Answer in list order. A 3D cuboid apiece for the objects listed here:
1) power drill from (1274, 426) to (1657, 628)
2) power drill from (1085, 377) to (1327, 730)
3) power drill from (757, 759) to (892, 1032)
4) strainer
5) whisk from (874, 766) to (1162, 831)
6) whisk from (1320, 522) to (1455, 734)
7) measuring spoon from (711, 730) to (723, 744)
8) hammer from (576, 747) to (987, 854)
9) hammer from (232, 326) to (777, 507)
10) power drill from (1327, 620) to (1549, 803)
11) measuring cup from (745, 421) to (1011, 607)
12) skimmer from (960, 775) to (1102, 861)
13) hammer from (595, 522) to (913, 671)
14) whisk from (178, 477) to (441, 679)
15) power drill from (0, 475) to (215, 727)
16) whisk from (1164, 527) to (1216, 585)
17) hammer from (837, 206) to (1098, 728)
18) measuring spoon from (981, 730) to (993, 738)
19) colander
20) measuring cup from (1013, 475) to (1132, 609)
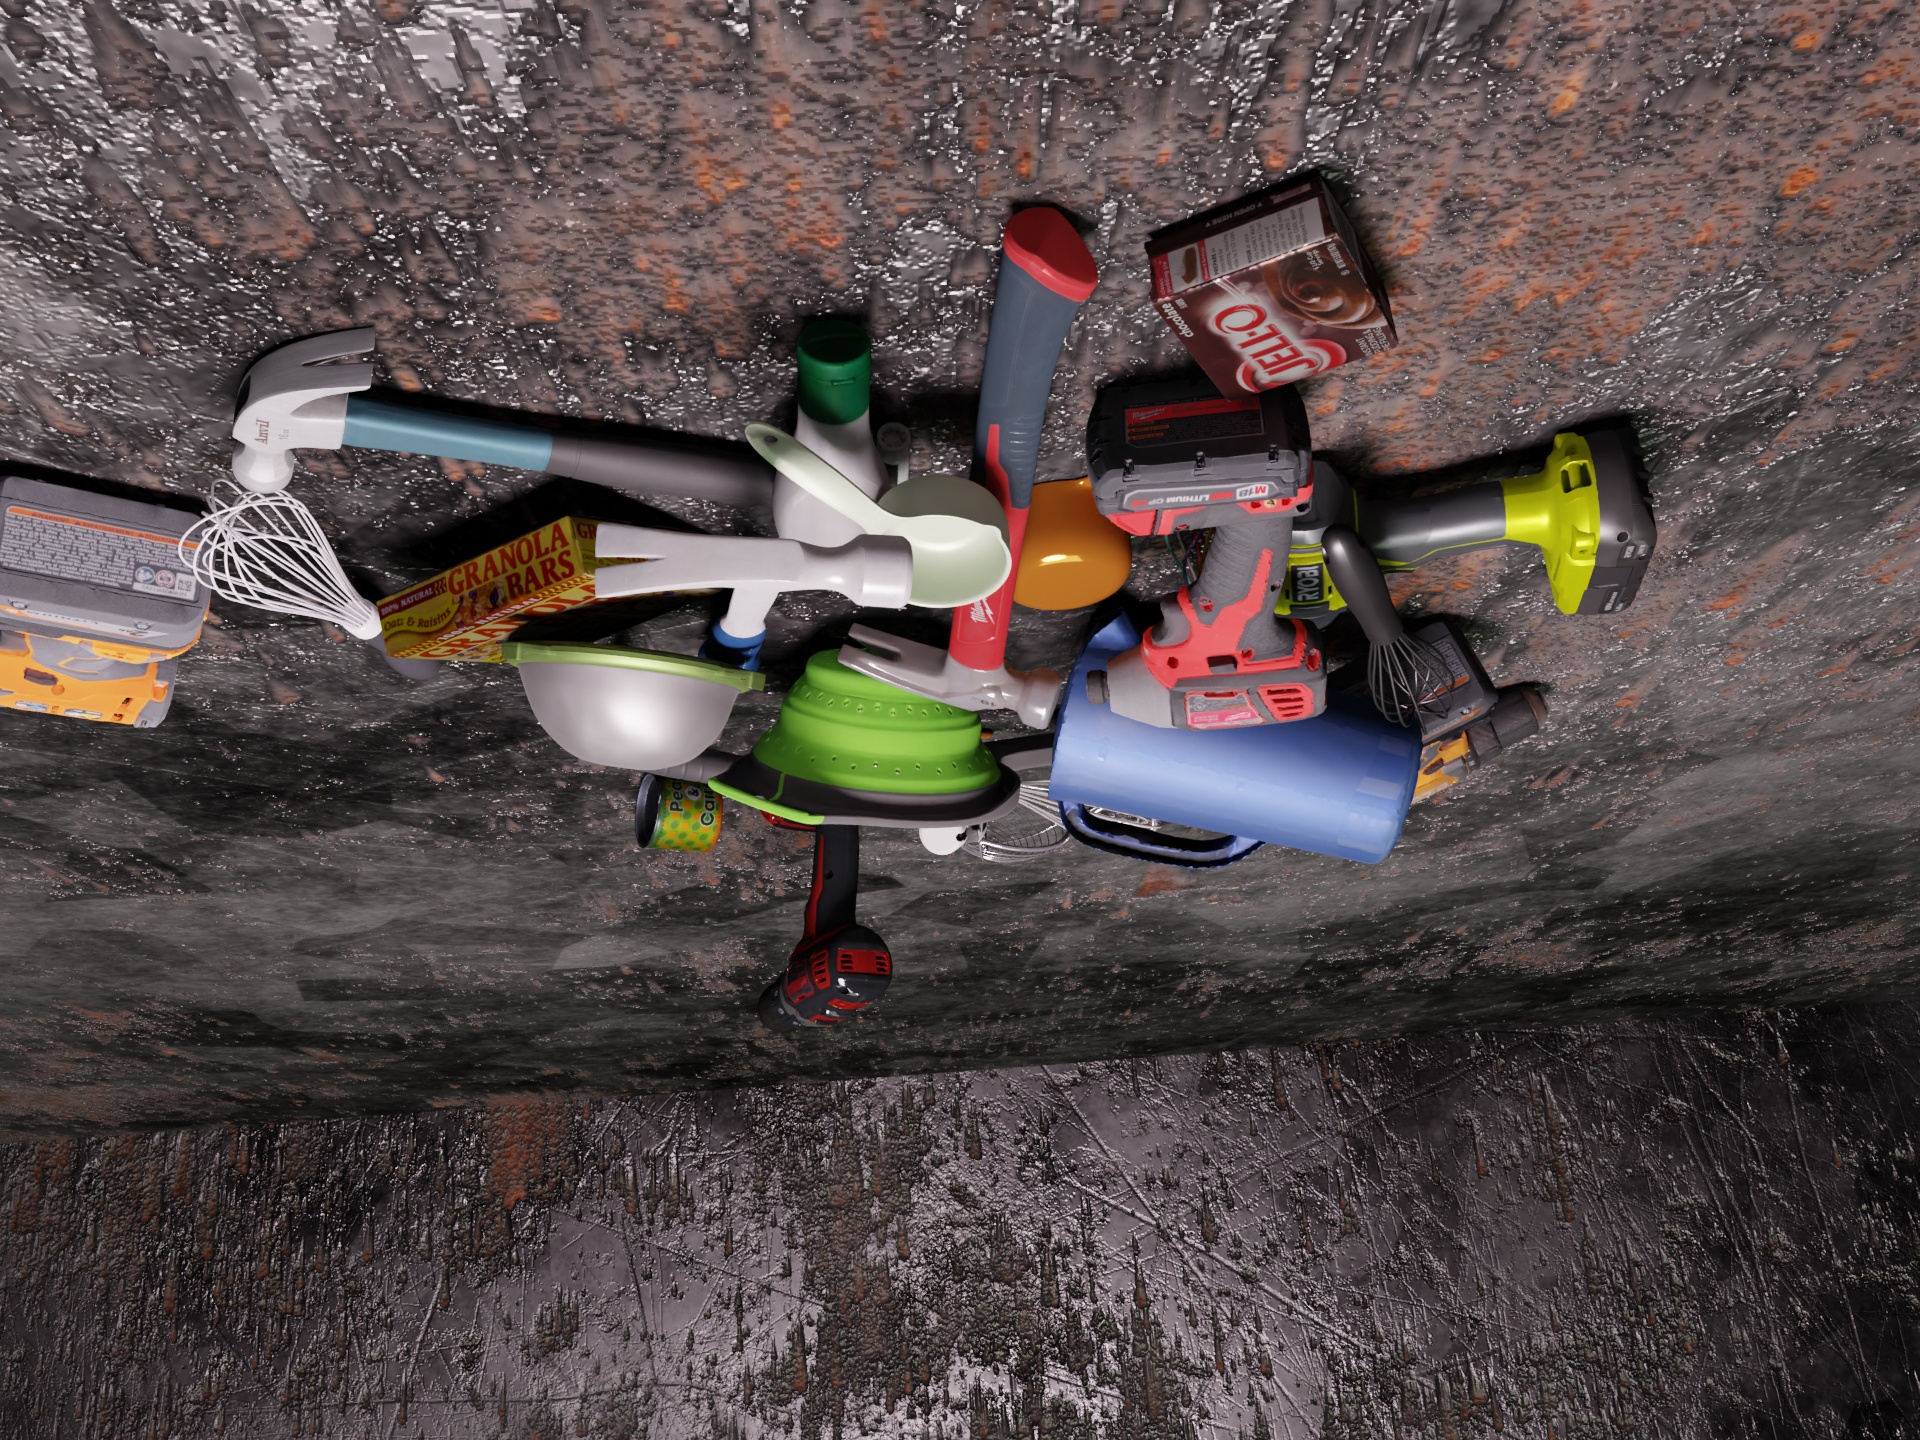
[{"bbox_3d":[0.298,-0.108,0.986,0.223,0.080,0.171,-5,158,11],"label":"power drill"},{"bbox_3d":[0.133,-0.080,0.900,0.143,0.079,0.219,-5,136,9],"label":"power drill"},{"bbox_3d":[-0.123,0.145,1.325,0.080,0.227,0.188,8,155,-28],"label":"power drill"},{"bbox_3d":[-0.219,-0.002,1.027,0.151,0.069,0.256,7,174,-15],"label":"strainer"},{"bbox_3d":[0.040,0.054,1.264,0.246,0.058,0.059,13,-175,14],"label":"whisk"},{"bbox_3d":[0.258,-0.054,0.969,0.055,0.055,0.238,-14,150,23],"label":"whisk"},{"bbox_3d":[-0.238,0.025,1.284,0.124,0.018,0.034,-21,153,37],"label":"measuring spoon"},{"bbox_3d":[-0.138,0.042,1.199,0.335,0.035,0.146,9,-169,14],"label":"hammer"},{"bbox_3d":[-0.207,-0.142,0.850,0.330,0.033,0.128,5,158,-24],"label":"hammer"},{"bbox_3d":[0.374,0.001,1.249,0.185,0.084,0.226,-26,155,8],"label":"power drill"},{"bbox_3d":[-0.042,-0.116,0.808,0.083,0.038,0.167,-27,135,35],"label":"measuring cup"},{"bbox_3d":[0.151,0.029,1.321,0.363,0.127,0.090,-22,114,13],"label":"skimmer"},{"bbox_3d":[-0.130,-0.058,0.910,0.144,0.035,0.405,2,175,-11],"label":"hammer"},{"bbox_3d":[-0.374,-0.072,0.960,0.070,0.070,0.284,-6,165,3],"label":"whisk"},{"bbox_3d":[-0.536,-0.060,0.930,0.164,0.084,0.226,11,158,-32],"label":"power drill"},{"bbox_3d":[0.162,-0.083,1.063,0.051,0.047,0.244,-8,162,4],"label":"whisk"},{"bbox_3d":[0.006,-0.123,0.870,0.143,0.038,0.386,17,149,6],"label":"hammer"},{"bbox_3d":[-0.028,0.009,1.305,0.117,0.011,0.021,0,164,-20],"label":"measuring spoon"},{"bbox_3d":[-0.002,-0.004,1.172,0.205,0.094,0.397,16,-165,39],"label":"colander"},{"bbox_3d":[0.083,-0.117,0.941,0.095,0.052,0.173,8,157,-29],"label":"measuring cup"}]
